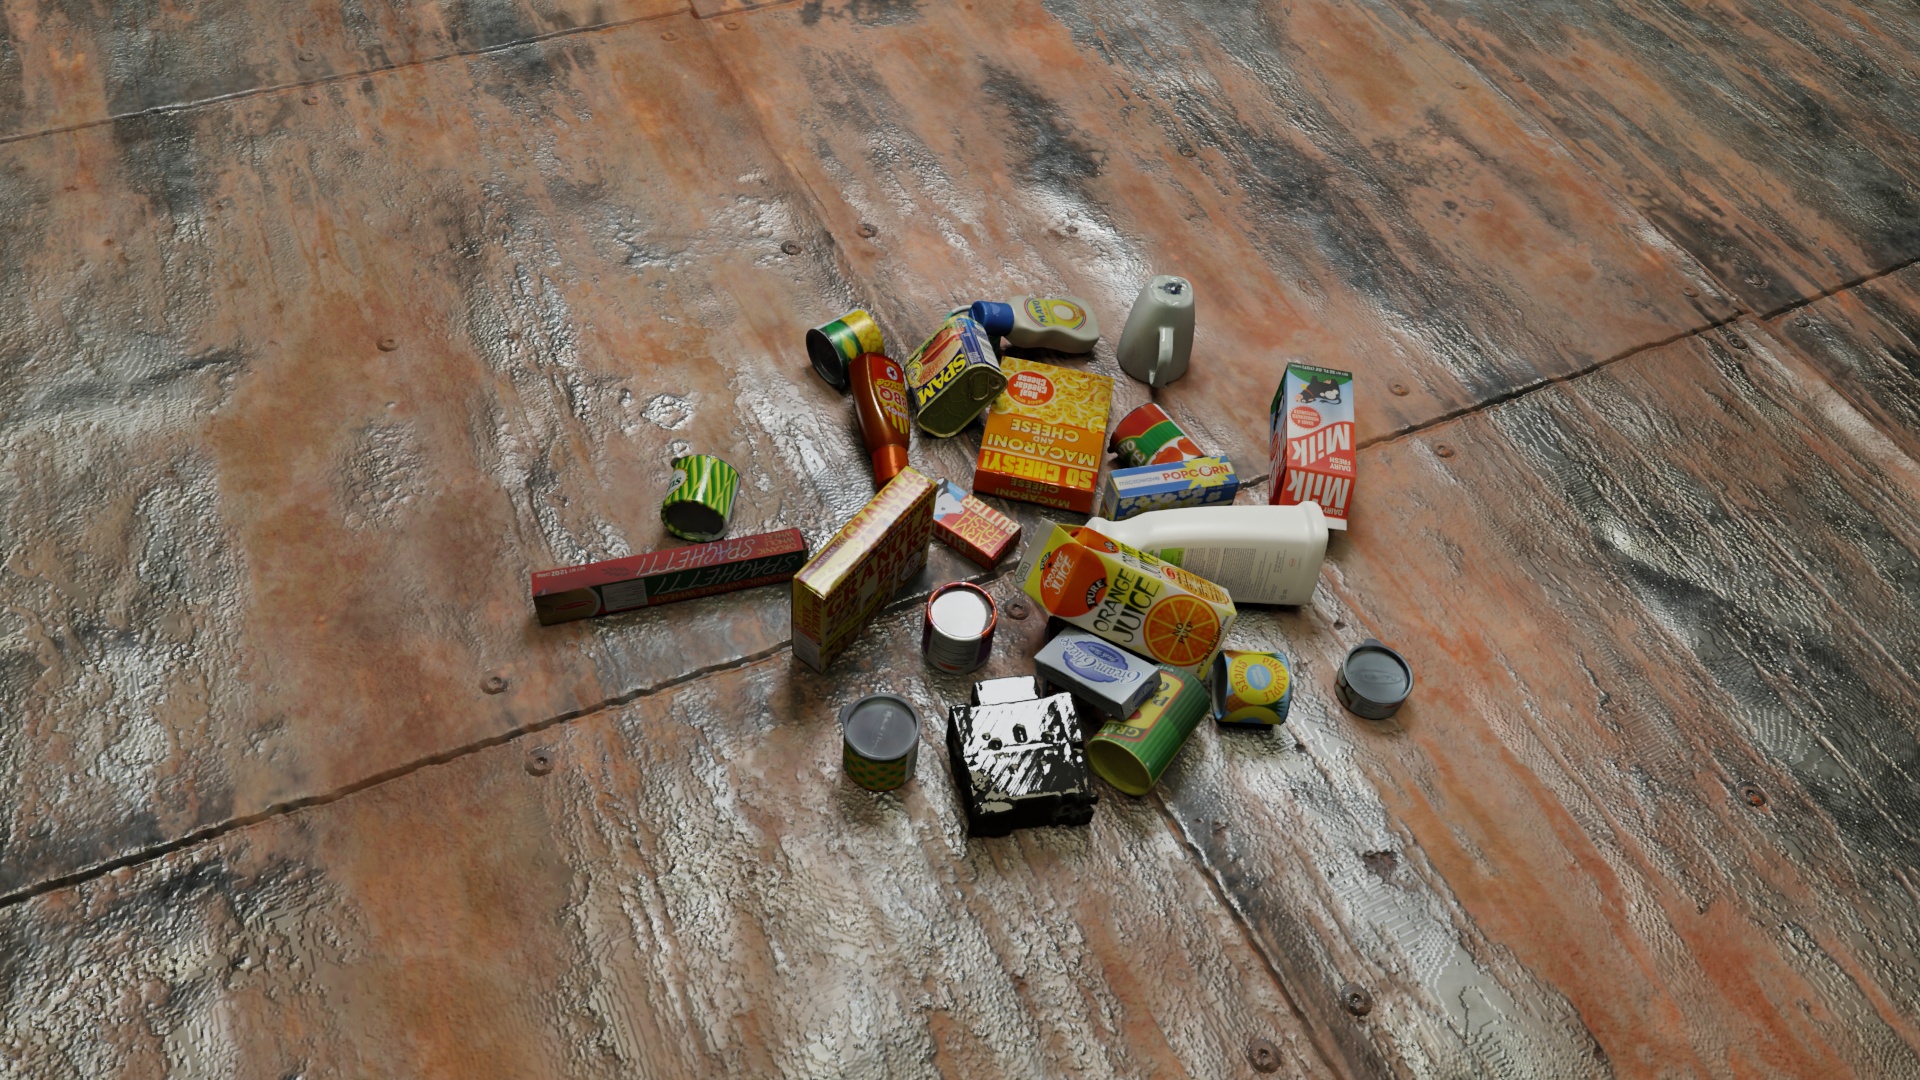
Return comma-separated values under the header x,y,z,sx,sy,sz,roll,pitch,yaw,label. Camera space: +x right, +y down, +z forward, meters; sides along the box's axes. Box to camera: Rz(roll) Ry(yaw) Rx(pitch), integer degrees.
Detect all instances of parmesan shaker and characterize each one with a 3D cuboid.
x,y,z,sx,sy,sz,roll,pitch,yaw,label
0.164,0.165,1.224,0.071,0.071,0.103,32,55,18,parmesan shaker

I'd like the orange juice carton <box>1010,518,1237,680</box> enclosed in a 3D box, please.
x,y,z,sx,sy,sz,roll,pitch,yaw,label
0.147,0.048,1.268,0.193,0.071,0.073,24,16,-2,orange juice carton

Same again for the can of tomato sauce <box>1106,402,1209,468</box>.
x,y,z,sx,sy,sz,roll,pitch,yaw,label
0.203,-0.089,1.425,0.071,0.070,0.083,-27,60,-24,can of tomato sauce

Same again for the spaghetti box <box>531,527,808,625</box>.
x,y,z,sx,sy,sz,roll,pitch,yaw,label
-0.266,0.033,1.288,0.251,0.050,0.029,-10,55,-14,spaghetti box

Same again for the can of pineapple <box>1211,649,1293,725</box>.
x,y,z,sx,sy,sz,roll,pitch,yaw,label
0.263,0.132,1.256,0.058,0.070,0.071,3,52,-3,can of pineapple

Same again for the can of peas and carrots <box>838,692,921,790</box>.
x,y,z,sx,sy,sz,roll,pitch,yaw,label
-0.071,0.173,1.194,0.071,0.058,0.071,3,52,-3,can of peas and carrots

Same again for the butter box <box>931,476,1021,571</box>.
x,y,z,sx,sy,sz,roll,pitch,yaw,label
0.005,-0.017,1.372,0.103,0.024,0.053,33,55,18,butter box

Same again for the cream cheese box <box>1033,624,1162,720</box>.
x,y,z,sx,sy,sz,roll,pitch,yaw,label
0.120,0.116,1.222,0.104,0.024,0.053,25,53,39,cream cheese box

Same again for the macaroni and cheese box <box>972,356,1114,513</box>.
x,y,z,sx,sy,sz,roll,pitch,yaw,label
0.088,-0.111,1.445,0.124,0.040,0.167,12,51,3,macaroni and cheese box

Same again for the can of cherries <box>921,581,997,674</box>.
x,y,z,sx,sy,sz,roll,pitch,yaw,label
-0.001,0.078,1.276,0.071,0.058,0.072,3,53,-4,can of cherries

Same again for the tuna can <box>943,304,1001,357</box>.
x,y,z,sx,sy,sz,roll,pitch,yaw,label
0.013,-0.225,1.530,0.071,0.032,0.071,3,51,-4,tuna can

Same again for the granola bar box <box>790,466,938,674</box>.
x,y,z,sx,sy,sz,roll,pitch,yaw,label
-0.088,0.026,1.266,0.039,0.123,0.166,32,55,16,granola bar box

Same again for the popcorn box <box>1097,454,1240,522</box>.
x,y,z,sx,sy,sz,roll,pitch,yaw,label
0.203,-0.036,1.370,0.127,0.084,0.038,-8,52,-12,popcorn box

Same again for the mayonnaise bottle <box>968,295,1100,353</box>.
x,y,z,sx,sy,sz,roll,pitch,yaw,label
0.080,-0.238,1.514,0.148,0.041,0.065,-1,60,-32,mayonnaise bottle

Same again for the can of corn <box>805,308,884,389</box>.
x,y,z,sx,sy,sz,roll,pitch,yaw,label
-0.121,-0.204,1.480,0.058,0.070,0.071,-31,62,-27,can of corn

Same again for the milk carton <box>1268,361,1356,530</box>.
x,y,z,sx,sy,sz,roll,pitch,yaw,label
0.363,-0.089,1.437,0.072,0.073,0.191,9,52,1,milk carton

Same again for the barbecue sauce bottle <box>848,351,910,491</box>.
x,y,z,sx,sy,sz,roll,pitch,yaw,label
-0.078,-0.119,1.422,0.065,0.043,0.149,23,48,-46,barbecue sauce bottle

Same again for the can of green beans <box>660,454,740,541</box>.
x,y,z,sx,sy,sz,roll,pitch,yaw,label
-0.250,-0.040,1.336,0.071,0.071,0.058,8,52,0,can of green beans

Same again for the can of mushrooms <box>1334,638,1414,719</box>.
x,y,z,sx,sy,sz,roll,pitch,yaw,label
0.384,0.129,1.294,0.071,0.033,0.071,3,52,-3,can of mushrooms

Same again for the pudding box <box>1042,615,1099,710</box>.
x,y,z,sx,sy,sz,roll,pitch,yaw,label
0.102,0.112,1.278,0.050,0.030,0.084,6,52,-2,pudding box
